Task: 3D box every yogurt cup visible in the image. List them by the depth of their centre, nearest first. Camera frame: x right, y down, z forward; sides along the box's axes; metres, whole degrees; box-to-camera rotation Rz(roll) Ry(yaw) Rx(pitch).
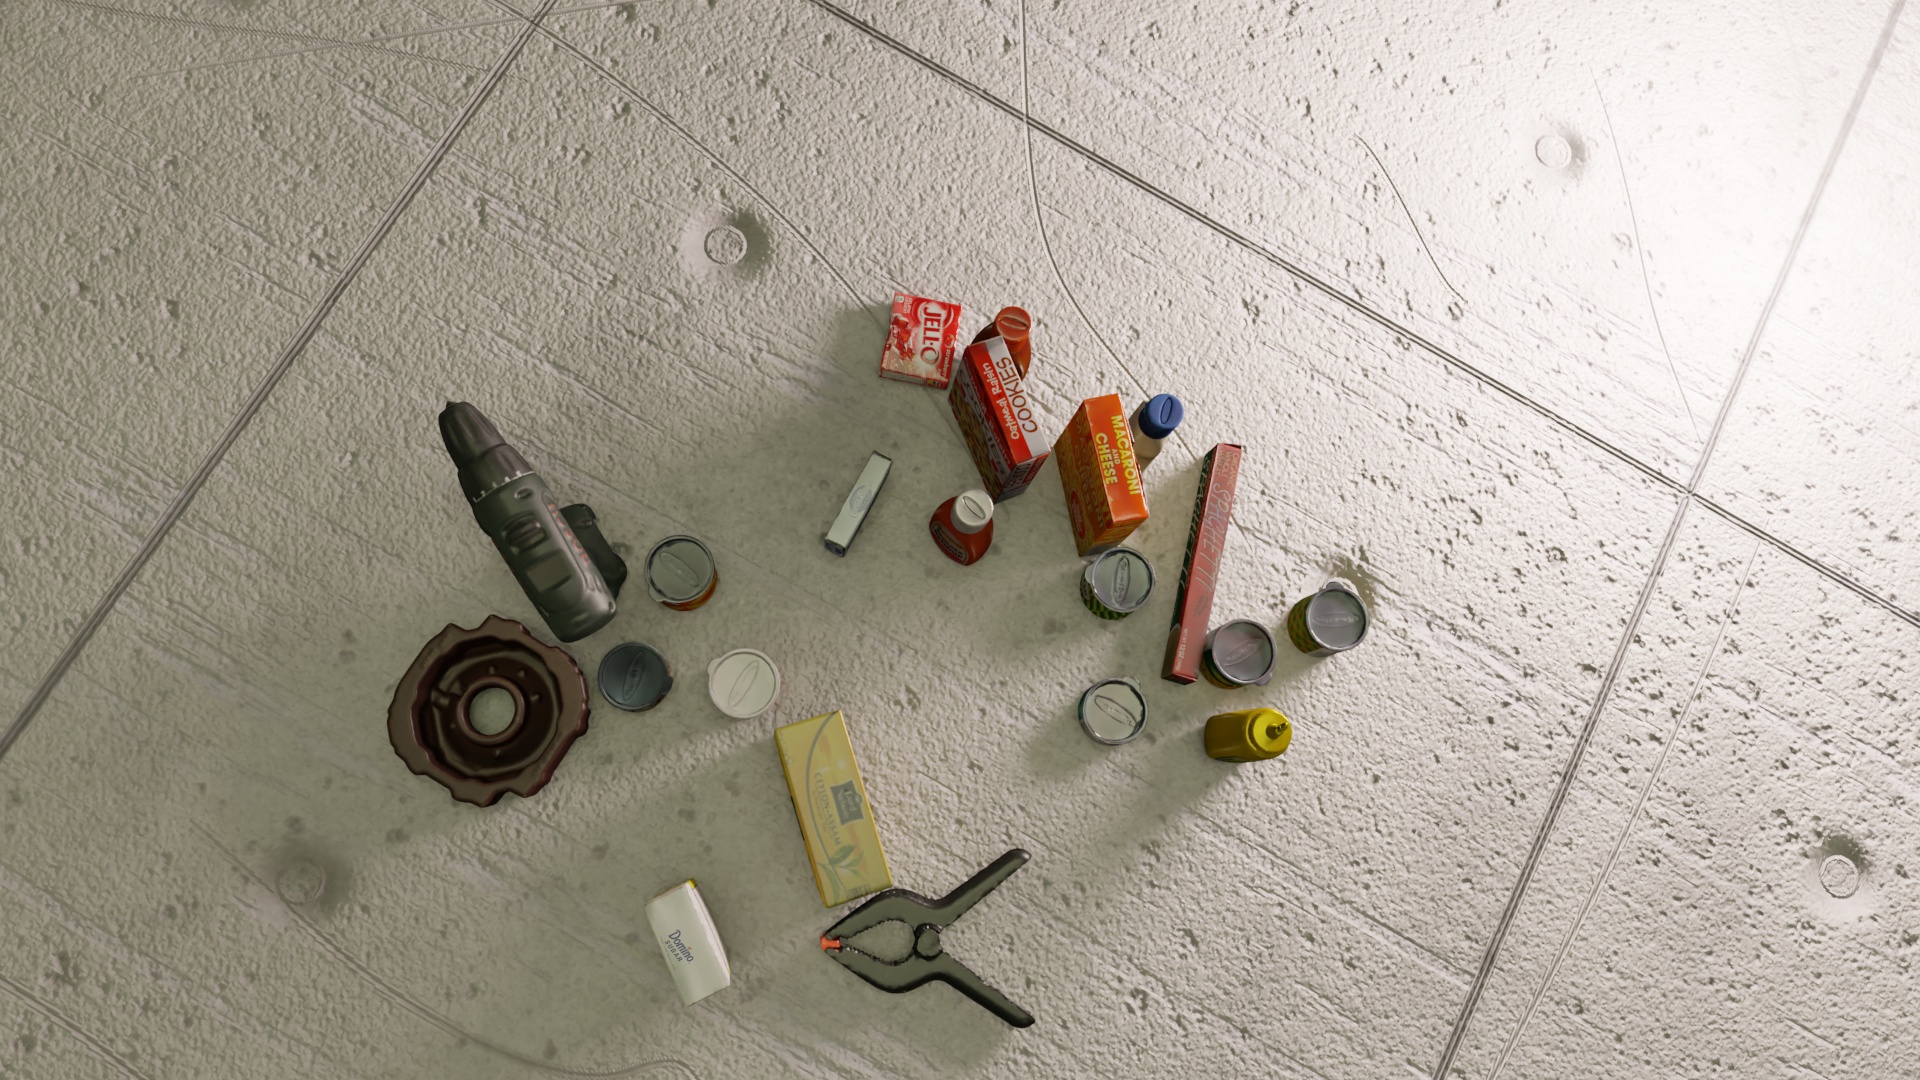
[{"bbox_3d":[-0.207,0.140,1.334,0.072,0.054,0.072,1,78,-6],"label":"yogurt cup"}]

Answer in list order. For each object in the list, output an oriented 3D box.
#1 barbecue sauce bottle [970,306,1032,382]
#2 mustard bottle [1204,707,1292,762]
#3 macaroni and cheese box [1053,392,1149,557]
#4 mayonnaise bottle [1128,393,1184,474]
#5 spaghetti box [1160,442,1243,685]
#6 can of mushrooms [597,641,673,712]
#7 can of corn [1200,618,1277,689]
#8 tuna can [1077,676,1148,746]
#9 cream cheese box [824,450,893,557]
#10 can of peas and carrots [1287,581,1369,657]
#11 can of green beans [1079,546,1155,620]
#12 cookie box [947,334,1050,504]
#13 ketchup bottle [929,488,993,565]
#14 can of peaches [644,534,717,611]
[{"bbox_3d":[0.042,-0.192,1.385,0.065,0.148,0.044,17,77,-3],"label":"barbecue sauce bottle"},{"bbox_3d":[0.280,0.186,1.325,0.065,0.160,0.049,2,78,-6],"label":"mustard bottle"},{"bbox_3d":[0.136,-0.061,1.358,0.040,0.166,0.124,-11,80,-8],"label":"macaroni and cheese box"},{"bbox_3d":[0.186,-0.108,1.384,0.041,0.147,0.065,18,77,-3],"label":"mayonnaise bottle"},{"bbox_3d":[0.246,0.022,1.413,0.029,0.050,0.250,14,77,-3],"label":"spaghetti box"},{"bbox_3d":[-0.310,0.132,1.334,0.071,0.033,0.071,1,78,-6],"label":"can of mushrooms"},{"bbox_3d":[0.277,0.117,1.392,0.071,0.058,0.071,1,78,-6],"label":"can of corn"},{"bbox_3d":[0.152,0.168,1.380,0.071,0.032,0.071,1,78,-6],"label":"tuna can"},{"bbox_3d":[-0.102,-0.035,1.384,0.024,0.053,0.104,28,76,0],"label":"cream cheese box"},{"bbox_3d":[0.372,0.081,1.410,0.071,0.058,0.071,1,78,-6],"label":"can of peas and carrots"},{"bbox_3d":[0.157,0.044,1.394,0.071,0.057,0.071,1,78,-6],"label":"can of green beans"},{"bbox_3d":[0.034,-0.114,1.358,0.040,0.167,0.123,-21,82,-10],"label":"cookie box"},{"bbox_3d":[0.005,-0.017,1.343,0.043,0.148,0.065,-44,86,-12],"label":"ketchup bottle"},{"bbox_3d":[-0.272,0.034,1.347,0.071,0.058,0.071,1,78,-6],"label":"can of peaches"}]
